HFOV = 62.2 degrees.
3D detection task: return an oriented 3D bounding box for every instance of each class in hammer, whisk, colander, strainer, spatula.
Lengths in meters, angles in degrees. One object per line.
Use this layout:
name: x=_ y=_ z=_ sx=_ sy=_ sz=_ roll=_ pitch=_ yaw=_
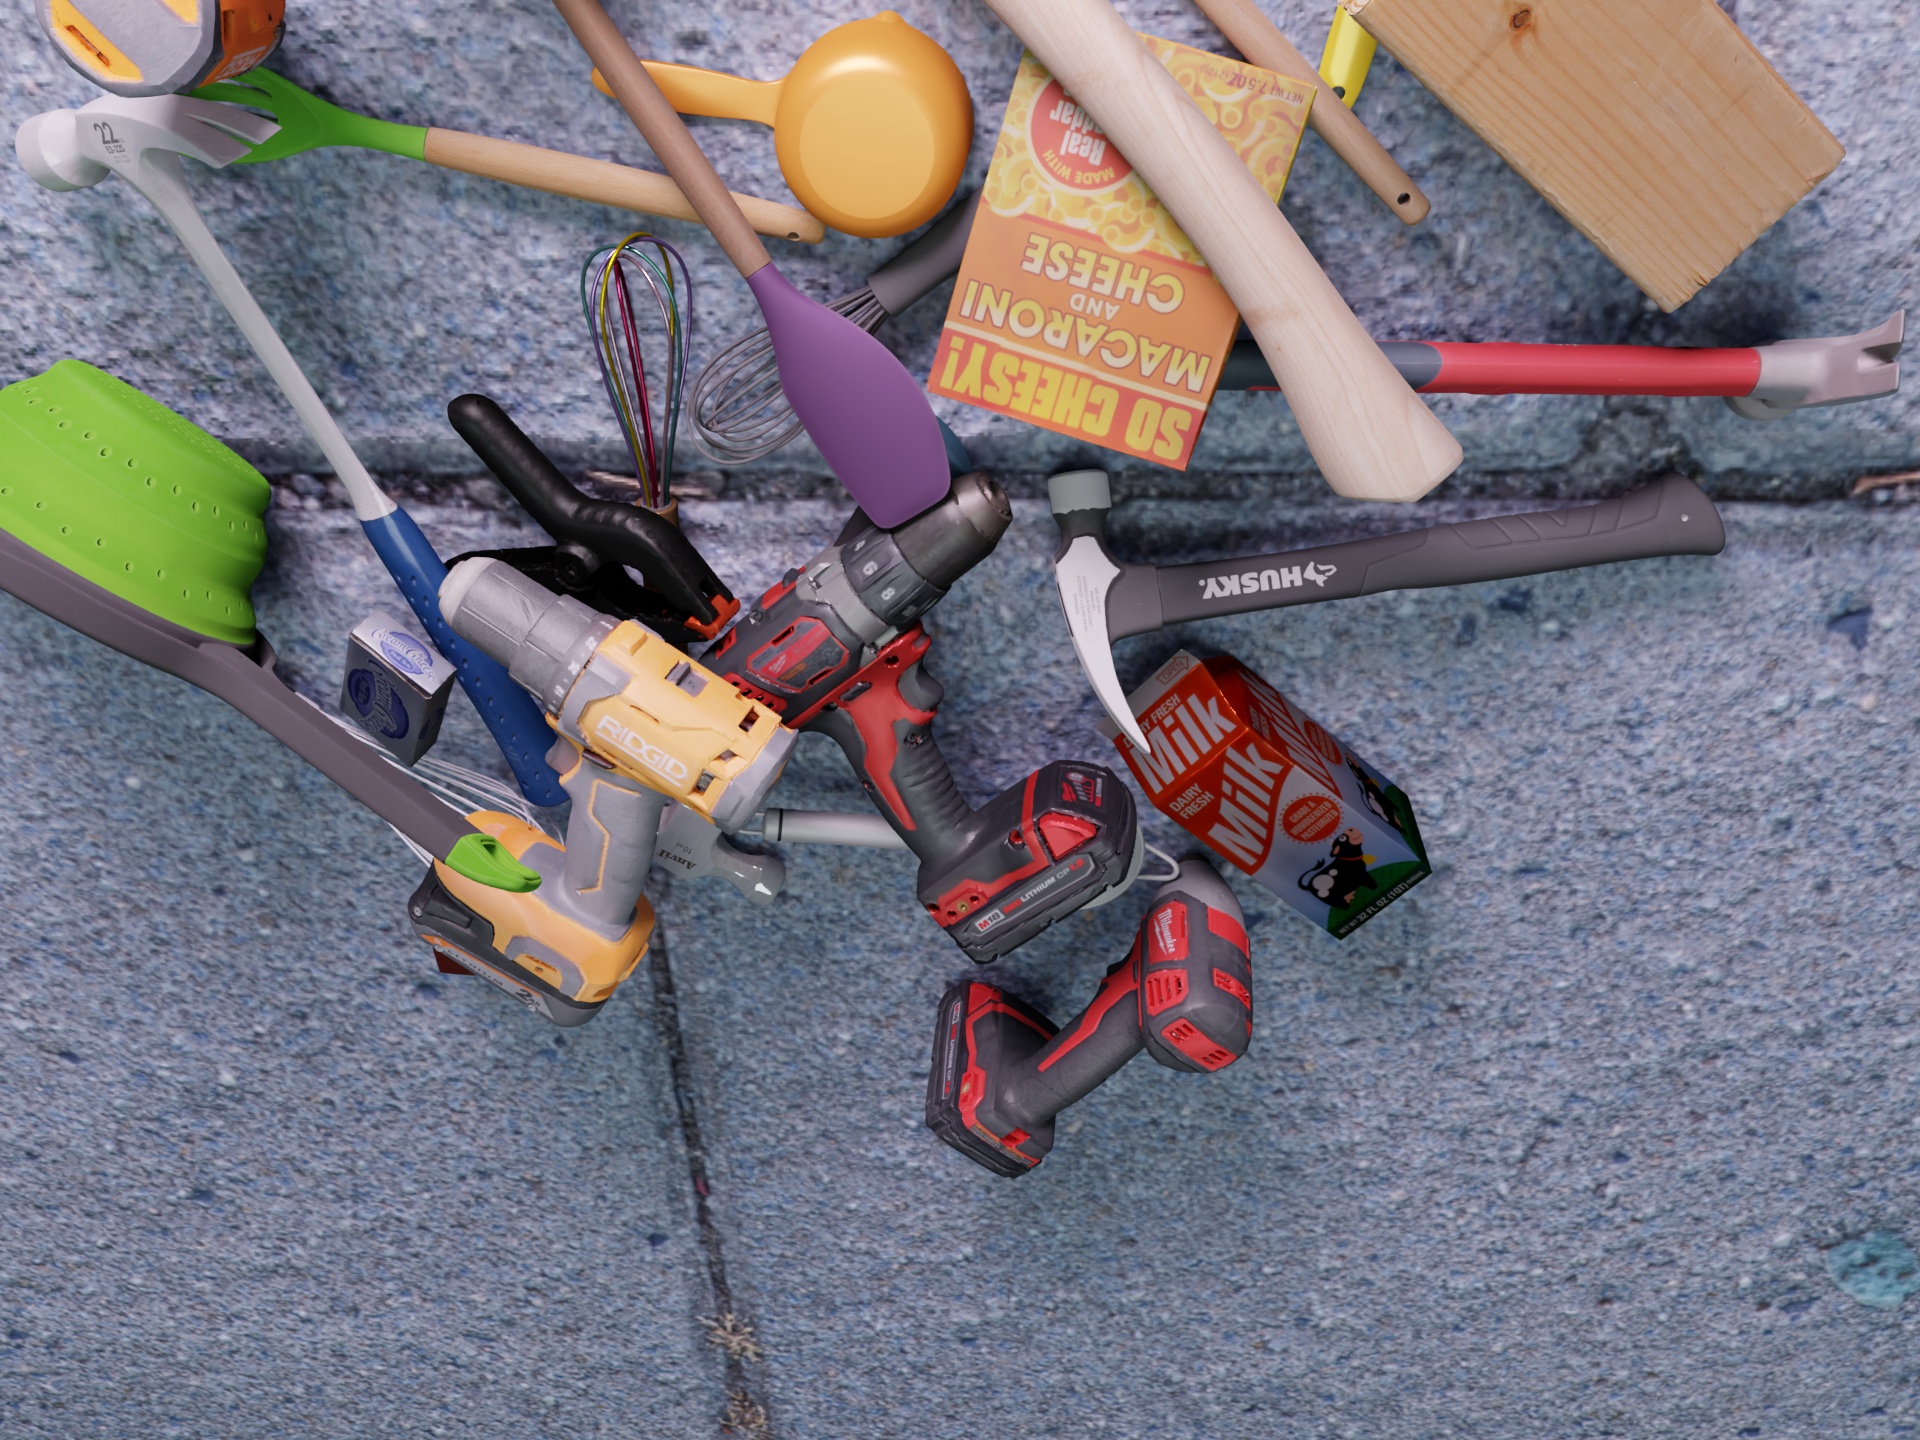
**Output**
hammer: x=0.071 y=-0.260 z=0.635 sx=0.146 sy=0.038 sz=0.410 roll=-38 pitch=97 yaw=23
whisk: x=-0.352 y=0.017 z=0.910 sx=0.284 sy=0.070 sz=0.070 roll=37 pitch=119 yaw=-15
hammer: x=-0.291 y=-0.112 z=0.786 sx=0.144 sy=0.035 sz=0.405 roll=5 pitch=135 yaw=34
colander: x=-0.342 y=-0.062 z=0.763 sx=0.397 sy=0.204 sz=0.094 roll=35 pitch=88 yaw=7
hammer: x=0.208 y=-0.163 z=0.726 sx=0.386 sy=0.143 sz=0.038 roll=2 pitch=97 yaw=6
strainer: x=-0.003 y=0.065 z=0.922 sx=0.258 sy=0.050 sz=0.086 roll=5 pitch=120 yaw=-8
whisk: x=-0.160 y=-0.128 z=0.808 sx=0.051 sy=0.047 sz=0.244 roll=2 pitch=128 yaw=-1
spatula: x=-0.103 y=-0.224 z=0.710 sx=0.060 sy=0.018 sz=0.315 roll=-28 pitch=107 yaw=24
hammer: x=-0.090 y=-0.031 z=0.879 sx=0.128 sy=0.033 sz=0.331 roll=26 pitch=122 yaw=-17
hammer: x=0.217 y=-0.074 z=0.808 sx=0.335 sy=0.035 sz=0.146 roll=-8 pitch=90 yaw=1
whisk: x=-0.035 y=-0.199 z=0.752 sx=0.239 sy=0.055 sz=0.055 roll=-33 pitch=118 yaw=18

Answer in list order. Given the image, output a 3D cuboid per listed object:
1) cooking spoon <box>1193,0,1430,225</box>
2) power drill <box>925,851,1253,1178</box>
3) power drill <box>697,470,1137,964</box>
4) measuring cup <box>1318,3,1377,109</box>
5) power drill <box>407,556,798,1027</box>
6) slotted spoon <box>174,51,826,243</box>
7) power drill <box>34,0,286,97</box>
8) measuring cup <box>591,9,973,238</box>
cooking spoon: x=0.092 y=-0.324 z=0.671 sx=0.318 sy=0.017 sz=0.068 roll=39 pitch=118 yaw=-18
power drill: x=0.082 y=0.173 z=0.957 sx=0.078 sy=0.143 sz=0.219 roll=37 pitch=125 yaw=-23
power drill: x=-0.001 y=-0.003 z=0.822 sx=0.188 sy=0.080 sz=0.226 roll=-36 pitch=108 yaw=22
measuring cup: x=0.180 y=-0.324 z=0.665 sx=0.062 sy=0.029 sz=0.156 roll=10 pitch=124 yaw=-5
power drill: x=-0.208 y=0.036 z=0.815 sx=0.185 sy=0.084 sz=0.226 roll=34 pitch=124 yaw=-5
slotted spoon: x=-0.217 y=-0.256 z=0.727 sx=0.313 sy=0.031 sz=0.070 roll=10 pitch=157 yaw=-8
power drill: x=-0.242 y=-0.337 z=0.612 sx=0.226 sy=0.164 sz=0.084 roll=-39 pitch=116 yaw=11
measuring cup: x=-0.080 y=-0.265 z=0.702 sx=0.173 sy=0.052 sz=0.095 roll=8 pitch=125 yaw=-4
